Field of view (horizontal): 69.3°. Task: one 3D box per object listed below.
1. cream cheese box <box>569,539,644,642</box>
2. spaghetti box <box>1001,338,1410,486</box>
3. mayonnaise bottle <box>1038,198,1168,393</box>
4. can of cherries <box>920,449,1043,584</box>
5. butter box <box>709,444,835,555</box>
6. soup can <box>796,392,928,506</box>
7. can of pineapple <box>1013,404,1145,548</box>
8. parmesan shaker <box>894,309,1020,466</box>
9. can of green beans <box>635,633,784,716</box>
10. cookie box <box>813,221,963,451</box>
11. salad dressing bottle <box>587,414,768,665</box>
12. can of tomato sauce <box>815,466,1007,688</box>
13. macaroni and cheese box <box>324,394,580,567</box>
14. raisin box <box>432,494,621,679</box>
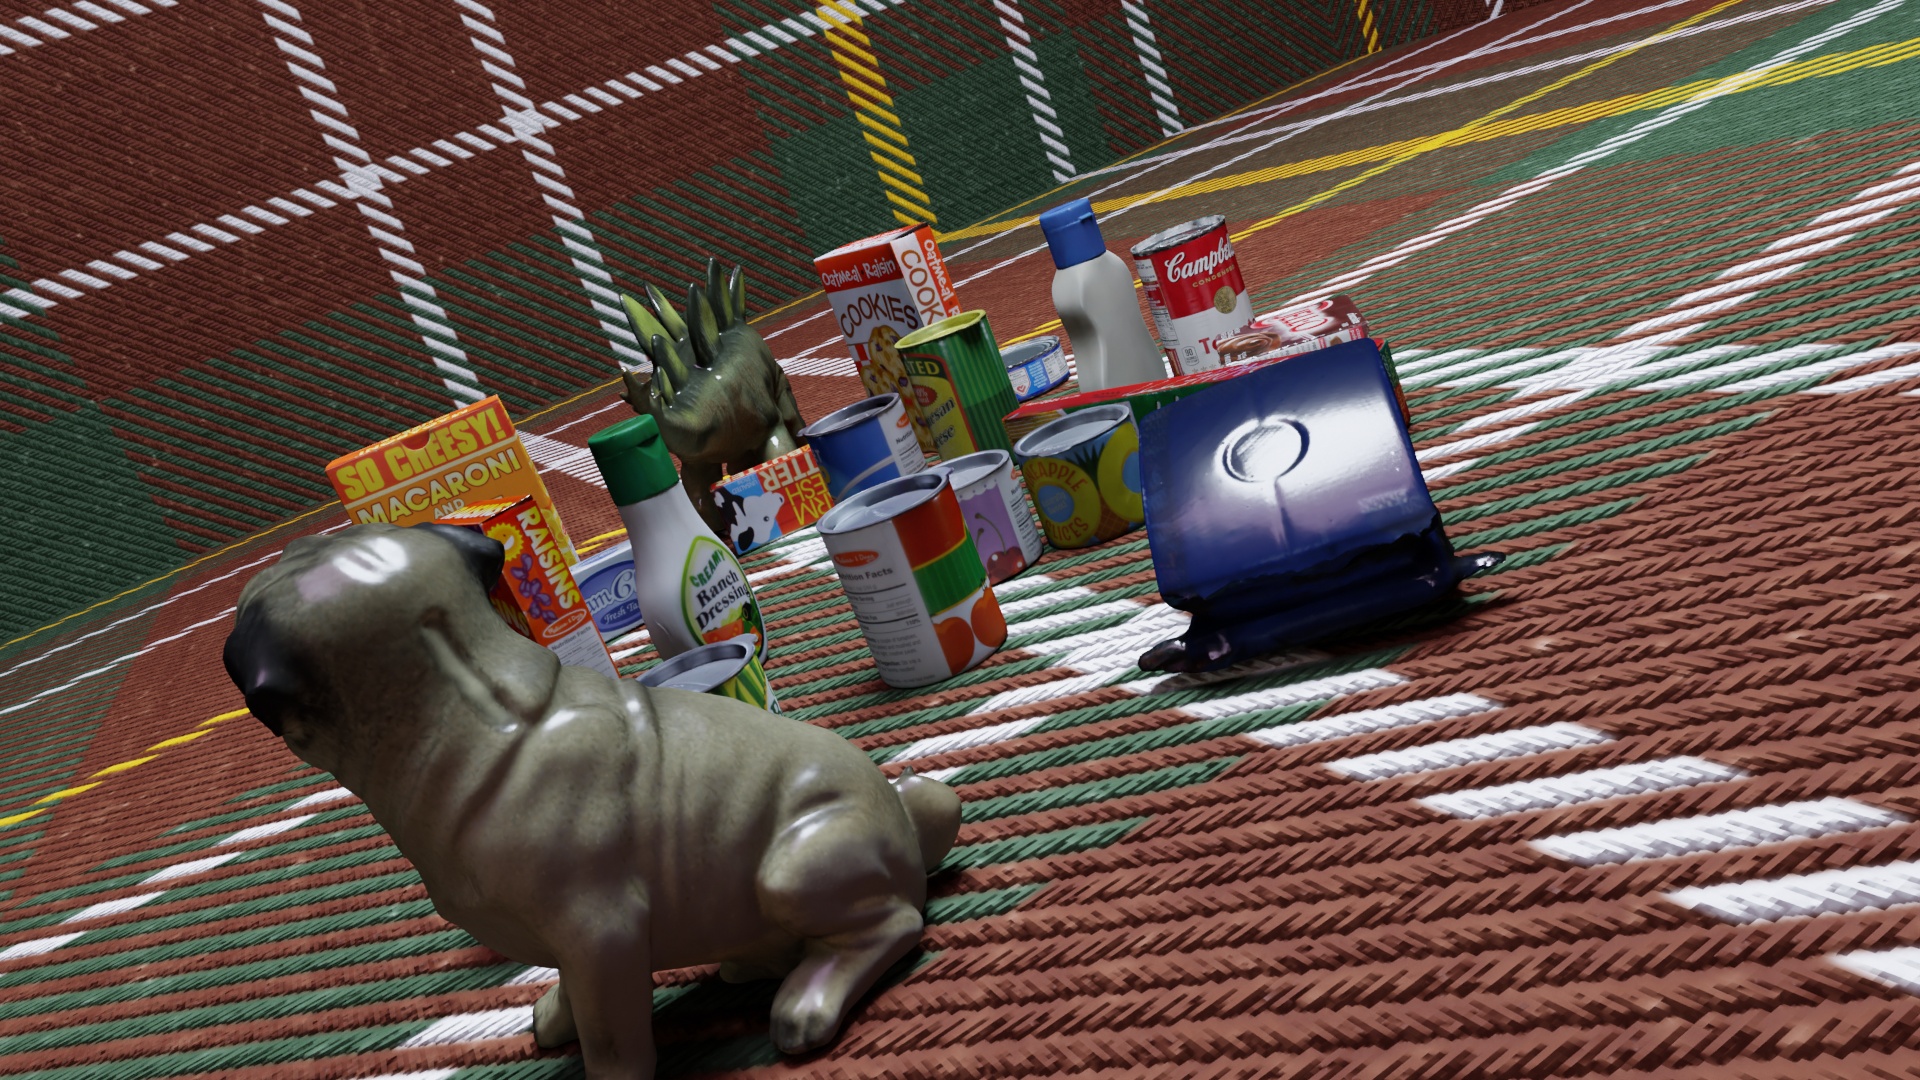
[{"bbox_3d":[-0.228,0.034,0.914,0.104,0.053,0.024,-26,17,-16],"label":"cream cheese box"},{"bbox_3d":[0.133,-0.069,0.797,0.249,0.050,0.029,-6,22,42],"label":"spaghetti box"},{"bbox_3d":[0.095,-0.158,0.953,0.065,0.147,0.041,-32,19,-32],"label":"mayonnaise bottle"},{"bbox_3d":[0.003,-0.009,0.756,0.071,0.058,0.072,-20,16,6],"label":"can of cherries"},{"bbox_3d":[-0.123,-0.034,1.000,0.104,0.053,0.024,-24,16,-8],"label":"butter box"},{"bbox_3d":[-0.057,-0.043,0.891,0.071,0.083,0.071,-20,16,6],"label":"soup can"},{"bbox_3d":[0.068,-0.034,0.754,0.071,0.057,0.071,-20,16,6],"label":"can of pineapple"},{"bbox_3d":[0.005,-0.099,0.956,0.071,0.102,0.071,-20,16,6],"label":"parmesan shaker"},{"bbox_3d":[-0.109,0.084,0.602,0.071,0.057,0.071,-20,16,6],"label":"can of green beans"},{"bbox_3d":[-0.039,-0.151,1.064,0.040,0.167,0.123,-30,18,-28],"label":"cookie box"},{"bbox_3d":[-0.151,0.007,0.737,0.044,0.147,0.064,-10,20,36],"label":"salad dressing bottle"},{"bbox_3d":[-0.020,0.017,0.657,0.071,0.083,0.071,-20,16,6],"label":"can of tomato sauce"},{"bbox_3d":[-0.346,-0.002,0.975,0.124,0.166,0.040,-25,16,-13],"label":"macaroni and cheese box"},{"bbox_3d":[-0.257,0.037,0.818,0.040,0.123,0.086,-34,20,-36],"label":"raisin box"}]
